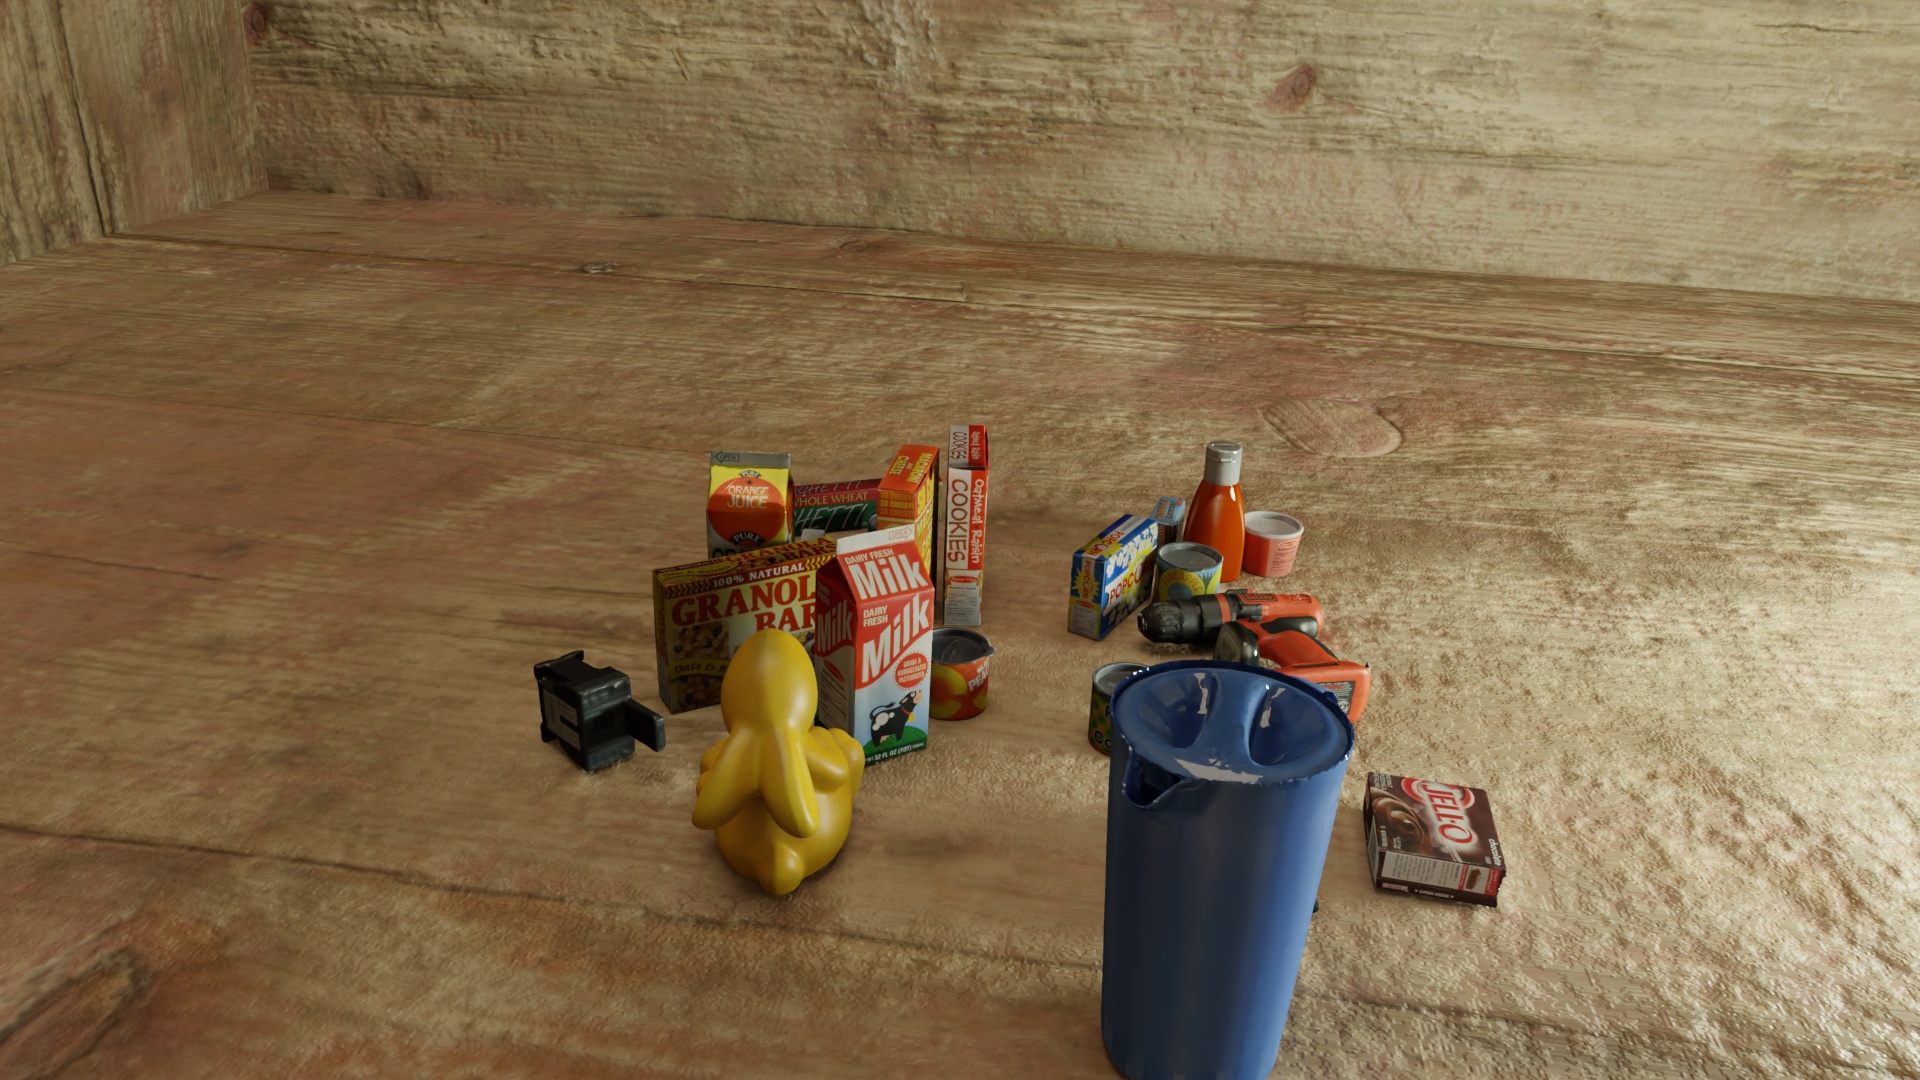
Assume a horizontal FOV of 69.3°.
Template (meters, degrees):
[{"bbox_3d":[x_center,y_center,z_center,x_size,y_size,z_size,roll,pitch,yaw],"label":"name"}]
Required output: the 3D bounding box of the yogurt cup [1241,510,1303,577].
[{"bbox_3d":[0.333,0.005,1.500,0.072,0.053,0.073,2,24,-1],"label":"yogurt cup"}]

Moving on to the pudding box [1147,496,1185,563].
[{"bbox_3d":[0.225,-0.012,1.532,0.030,0.049,0.084,10,25,16],"label":"pudding box"}]

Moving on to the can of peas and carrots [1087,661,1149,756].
[{"bbox_3d":[0.141,0.144,1.162,0.071,0.058,0.071,2,24,-1],"label":"can of peas and carrots"}]

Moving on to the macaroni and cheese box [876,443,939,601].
[{"bbox_3d":[-0.049,0.007,1.320,0.040,0.165,0.124,6,24,7],"label":"macaroni and cheese box"}]

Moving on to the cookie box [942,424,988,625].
[{"bbox_3d":[0.005,-0.017,1.378,0.040,0.166,0.123,2,24,-1],"label":"cookie box"}]

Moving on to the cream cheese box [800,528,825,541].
[{"bbox_3d":[-0.150,0.032,1.390,0.024,0.053,0.104,1,24,-3],"label":"cream cheese box"}]

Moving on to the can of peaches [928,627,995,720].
[{"bbox_3d":[-0.006,0.116,1.210,0.071,0.057,0.071,2,24,-1],"label":"can of peaches"}]

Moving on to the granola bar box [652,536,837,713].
[{"bbox_3d":[-0.182,0.071,1.212,0.166,0.123,0.039,-11,27,-28],"label":"granola bar box"}]

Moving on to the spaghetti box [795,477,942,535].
[{"bbox_3d":[-0.141,-0.037,1.553,0.251,0.050,0.029,-6,25,-19],"label":"spaghetti box"}]

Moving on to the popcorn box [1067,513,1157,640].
[{"bbox_3d":[0.152,0.034,1.377,0.038,0.084,0.127,15,27,27],"label":"popcorn box"}]

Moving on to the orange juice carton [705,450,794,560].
[{"bbox_3d":[-0.190,0.008,1.269,0.072,0.191,0.073,2,24,-2],"label":"orange juice carton"}]

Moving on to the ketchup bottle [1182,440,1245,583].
[{"bbox_3d":[0.269,-0.030,1.455,0.065,0.148,0.044,3,23,1],"label":"ketchup bottle"}]

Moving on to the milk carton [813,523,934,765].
[{"bbox_3d":[-0.071,0.079,1.124,0.072,0.189,0.073,-12,27,-30],"label":"milk carton"}]

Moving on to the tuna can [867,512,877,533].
[{"bbox_3d":[-0.069,-0.005,1.509,0.071,0.032,0.071,2,24,-1],"label":"tuna can"}]

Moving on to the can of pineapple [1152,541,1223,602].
[{"bbox_3d":[0.228,0.041,1.403,0.071,0.057,0.071,2,24,-1],"label":"can of pineapple"}]
